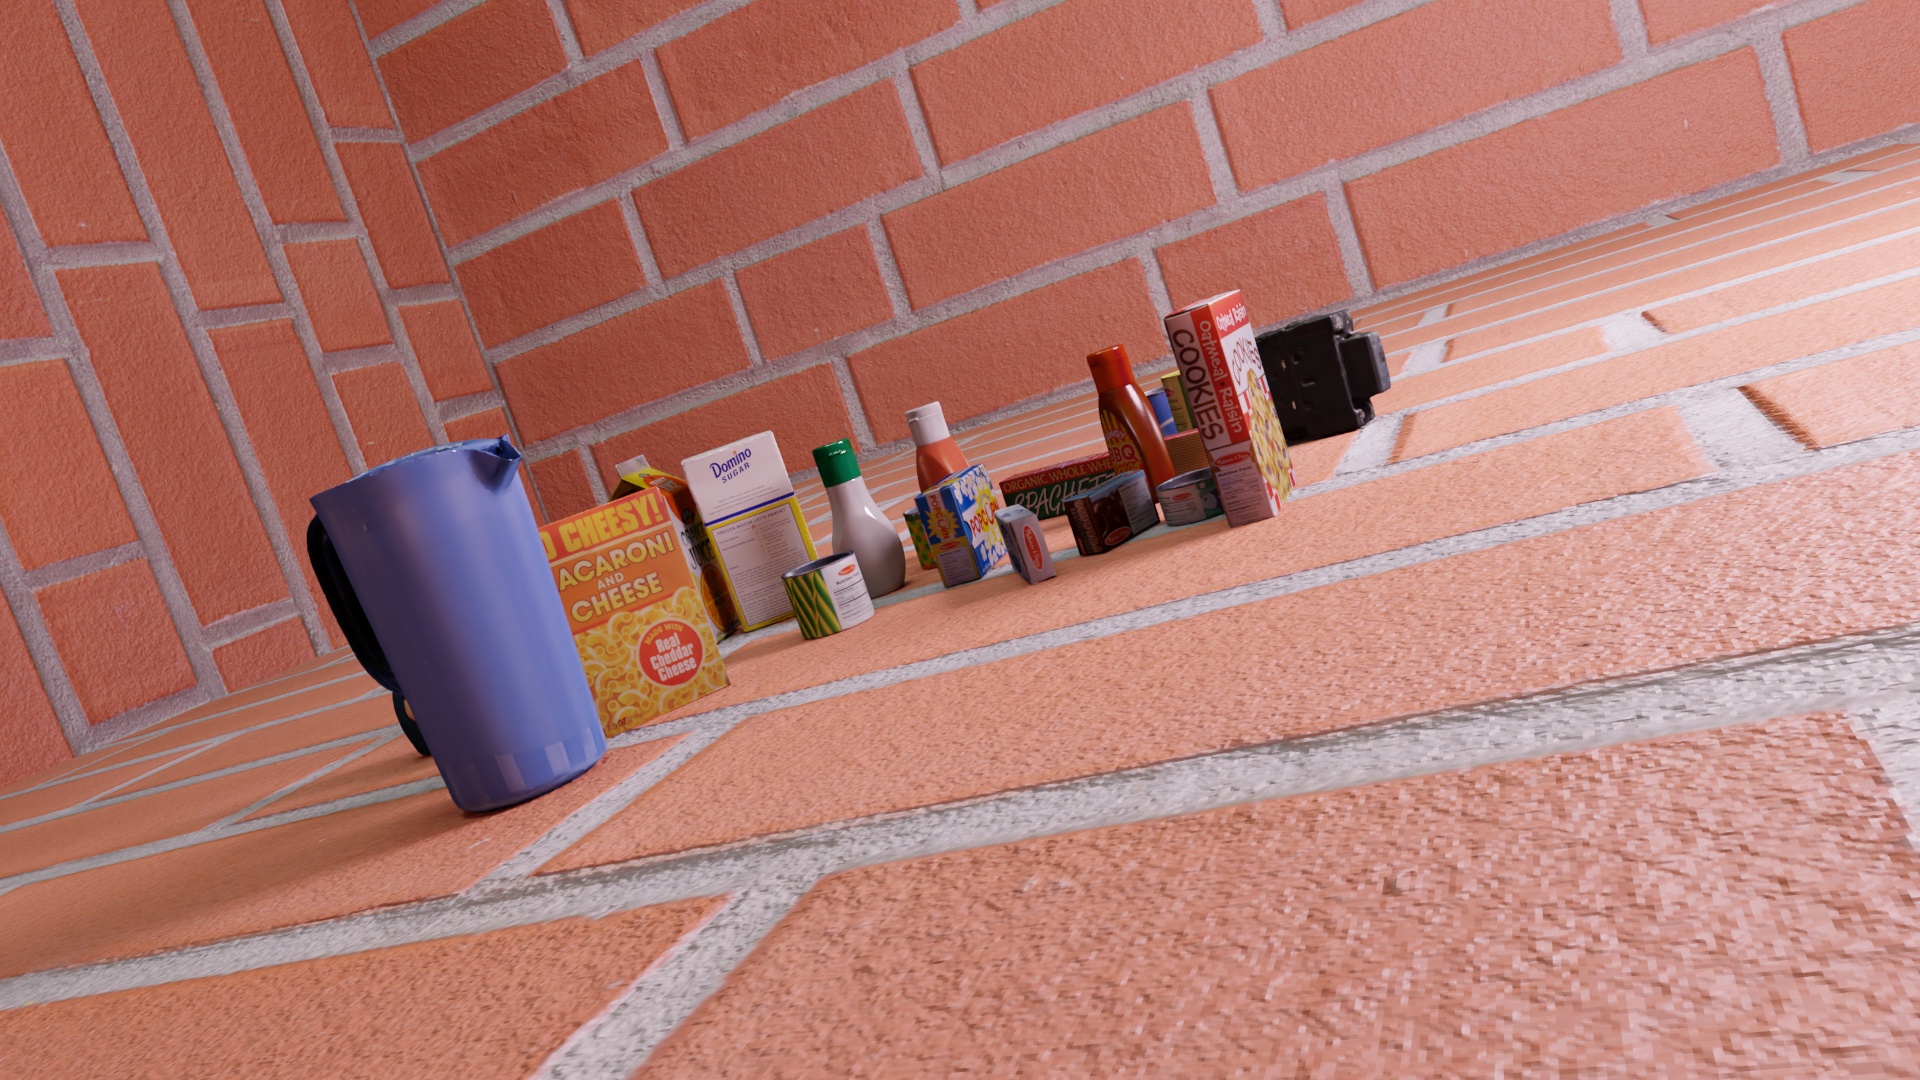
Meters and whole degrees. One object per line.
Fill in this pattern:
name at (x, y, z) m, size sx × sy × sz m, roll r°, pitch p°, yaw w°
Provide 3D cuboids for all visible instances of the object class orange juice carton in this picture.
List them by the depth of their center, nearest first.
orange juice carton at (-0.286, 0.012, 1.339) m, size 0.073 × 0.192 × 0.072 m, roll -17°, pitch 7°, yaw 13°

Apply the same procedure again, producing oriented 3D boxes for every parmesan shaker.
parmesan shaker at (0.241, -0.120, 1.352) m, size 0.071 × 0.103 × 0.071 m, roll -18°, pitch 7°, yaw 3°

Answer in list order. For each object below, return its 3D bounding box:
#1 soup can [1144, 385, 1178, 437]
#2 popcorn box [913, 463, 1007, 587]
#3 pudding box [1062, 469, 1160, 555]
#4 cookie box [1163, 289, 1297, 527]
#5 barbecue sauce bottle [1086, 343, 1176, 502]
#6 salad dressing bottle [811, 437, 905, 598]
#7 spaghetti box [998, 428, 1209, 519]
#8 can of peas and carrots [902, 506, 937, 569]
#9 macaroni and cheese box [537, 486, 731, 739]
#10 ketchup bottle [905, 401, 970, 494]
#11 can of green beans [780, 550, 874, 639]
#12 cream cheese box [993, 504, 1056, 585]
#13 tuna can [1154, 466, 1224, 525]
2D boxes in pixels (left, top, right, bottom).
soup can at (0.224, -0.122, 1.487) m, size 0.071 × 0.083 × 0.071 m, roll -18°, pitch 7°, yaw 3°
popcorn box at (0.004, -0.016, 1.246) m, size 0.038 × 0.085 × 0.127 m, roll -17°, pitch 8°, yaw 17°
pudding box at (0.126, -0.024, 1.147) m, size 0.030 × 0.049 × 0.084 m, roll -12°, pitch 10°, yaw 44°
cookie box at (0.212, -0.106, 1.081) m, size 0.040 × 0.167 × 0.123 m, roll -16°, pitch 8°, yaw 24°
barbecue sauce bottle at (0.157, -0.107, 1.294) m, size 0.044 × 0.148 × 0.065 m, roll -22°, pitch 8°, yaw -26°
salad dressing bottle at (-0.096, -0.021, 1.287) m, size 0.064 × 0.147 × 0.044 m, roll -20°, pitch 7°, yaw -7°
spaghetti box at (0.145, -0.062, 1.372) m, size 0.249 × 0.050 × 0.029 m, roll -12°, pitch 9°, yaw 39°
can of peas and carrots at (-0.017, -0.010, 1.359) m, size 0.071 × 0.058 × 0.071 m, roll -18°, pitch 7°, yaw 3°
macaroni and cheese box at (-0.265, 0.057, 1.067) m, size 0.124 × 0.166 × 0.040 m, roll -23°, pitch 8°, yaw -28°
ketchup bottle at (-0.016, -0.065, 1.409) m, size 0.064 × 0.148 × 0.044 m, roll -13°, pitch 9°, yaw 41°
can of green beans at (-0.113, 0.047, 1.189) m, size 0.071 × 0.057 × 0.071 m, roll -18°, pitch 7°, yaw 3°
cream cheese box at (0.051, 0.002, 1.128) m, size 0.024 × 0.053 × 0.104 m, roll -19°, pitch 7°, yaw -3°
tuna can at (0.197, -0.038, 1.141) m, size 0.071 × 0.032 × 0.071 m, roll -18°, pitch 7°, yaw 3°
